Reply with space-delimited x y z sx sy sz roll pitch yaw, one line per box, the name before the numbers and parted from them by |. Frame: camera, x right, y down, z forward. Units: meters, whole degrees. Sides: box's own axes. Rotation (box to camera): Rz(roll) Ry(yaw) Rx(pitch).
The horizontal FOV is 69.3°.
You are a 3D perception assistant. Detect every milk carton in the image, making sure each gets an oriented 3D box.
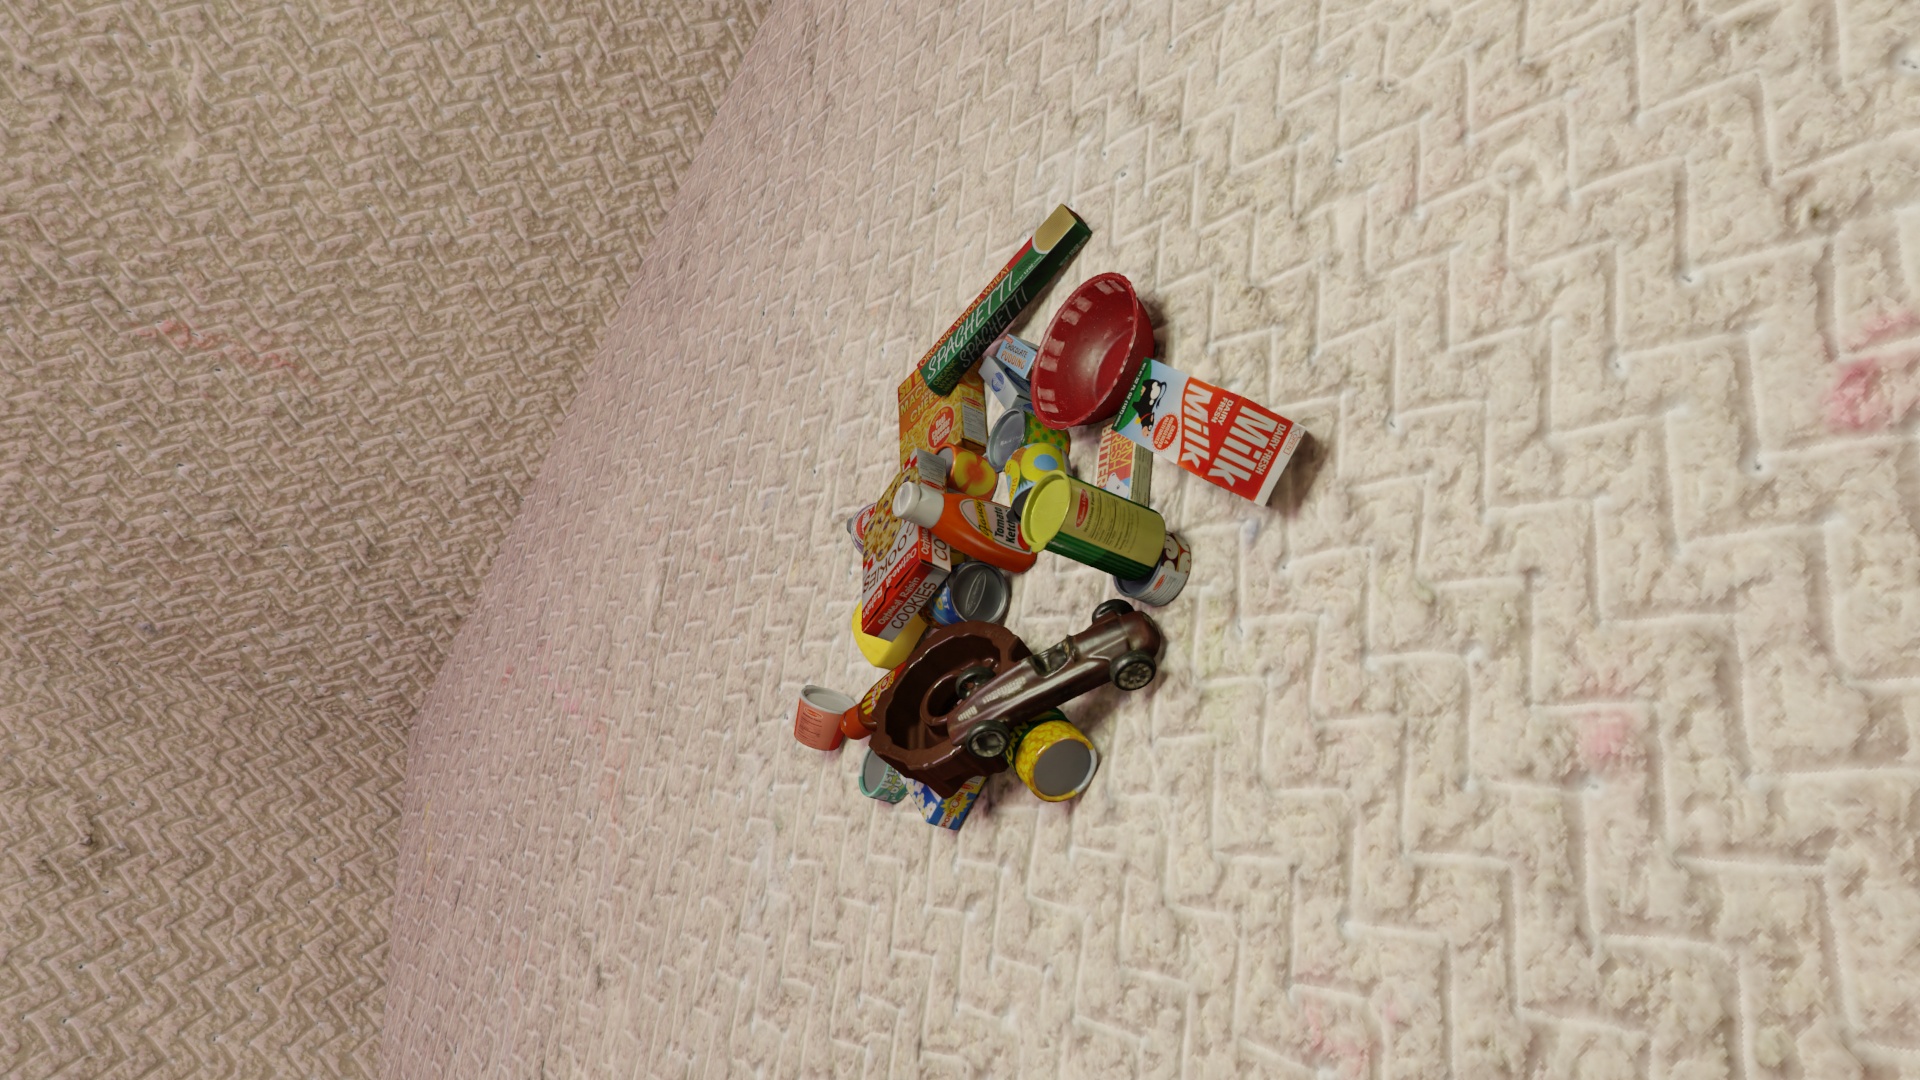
milk carton | 0.210 -0.087 1.138 0.072 0.073 0.191 -64 29 9

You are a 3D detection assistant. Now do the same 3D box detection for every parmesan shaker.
parmesan shaker | 0.110 -0.008 1.155 0.071 0.103 0.071 -38 42 44

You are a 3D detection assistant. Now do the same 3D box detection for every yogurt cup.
yogurt cup | -0.158 0.205 1.592 0.072 0.072 0.053 38 114 60

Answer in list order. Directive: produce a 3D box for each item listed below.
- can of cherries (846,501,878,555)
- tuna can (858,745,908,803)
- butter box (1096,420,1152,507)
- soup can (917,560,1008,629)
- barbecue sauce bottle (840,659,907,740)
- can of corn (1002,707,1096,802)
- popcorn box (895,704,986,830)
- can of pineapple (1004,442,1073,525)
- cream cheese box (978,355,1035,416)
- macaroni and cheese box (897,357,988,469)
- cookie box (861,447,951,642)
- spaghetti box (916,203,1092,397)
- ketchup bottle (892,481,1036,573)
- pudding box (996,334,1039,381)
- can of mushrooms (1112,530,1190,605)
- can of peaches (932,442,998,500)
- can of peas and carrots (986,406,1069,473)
can of cherries | -0.087 -0.014 1.604 0.058 0.071 0.072 -19 56 55
tuna can | -0.077 0.242 1.459 0.070 0.033 0.071 -39 41 44
butter box | 0.150 -0.064 1.277 0.053 0.024 0.104 -23 53 52
soup can | -0.003 0.055 1.409 0.083 0.071 0.071 -12 62 61
barbecue sauce bottle | -0.077 0.176 1.490 0.148 0.043 0.065 -35 45 46
can of corn | 0.074 0.184 1.198 0.071 0.071 0.058 -64 30 10
popcorn box | -0.020 0.215 1.372 0.085 0.038 0.127 -62 29 12
can of pineapple | 0.076 -0.053 1.350 0.070 0.071 0.058 -46 35 36
cream cheese box | 0.060 -0.157 1.462 0.024 0.053 0.104 -61 30 20
macaroni and cheese box | -0.023 -0.142 1.608 0.123 0.040 0.167 -40 40 39
cookie box | -0.059 0.004 1.438 0.122 0.040 0.168 -51 28 37
spaghetti box | 0.045 -0.263 1.536 0.249 0.028 0.050 -46 38 17
ketchup bottle | 0.005 -0.017 1.367 0.043 0.149 0.065 -42 38 42
pudding box | 0.077 -0.186 1.456 0.030 0.049 0.084 -64 29 13
can of mushrooms | 0.163 0.019 1.191 0.070 0.033 0.071 -38 42 45
can of peaches | -0.001 -0.069 1.505 0.071 0.058 0.071 -38 42 45
can of peas and carrots | 0.068 -0.092 1.401 0.070 0.059 0.071 -38 42 45
